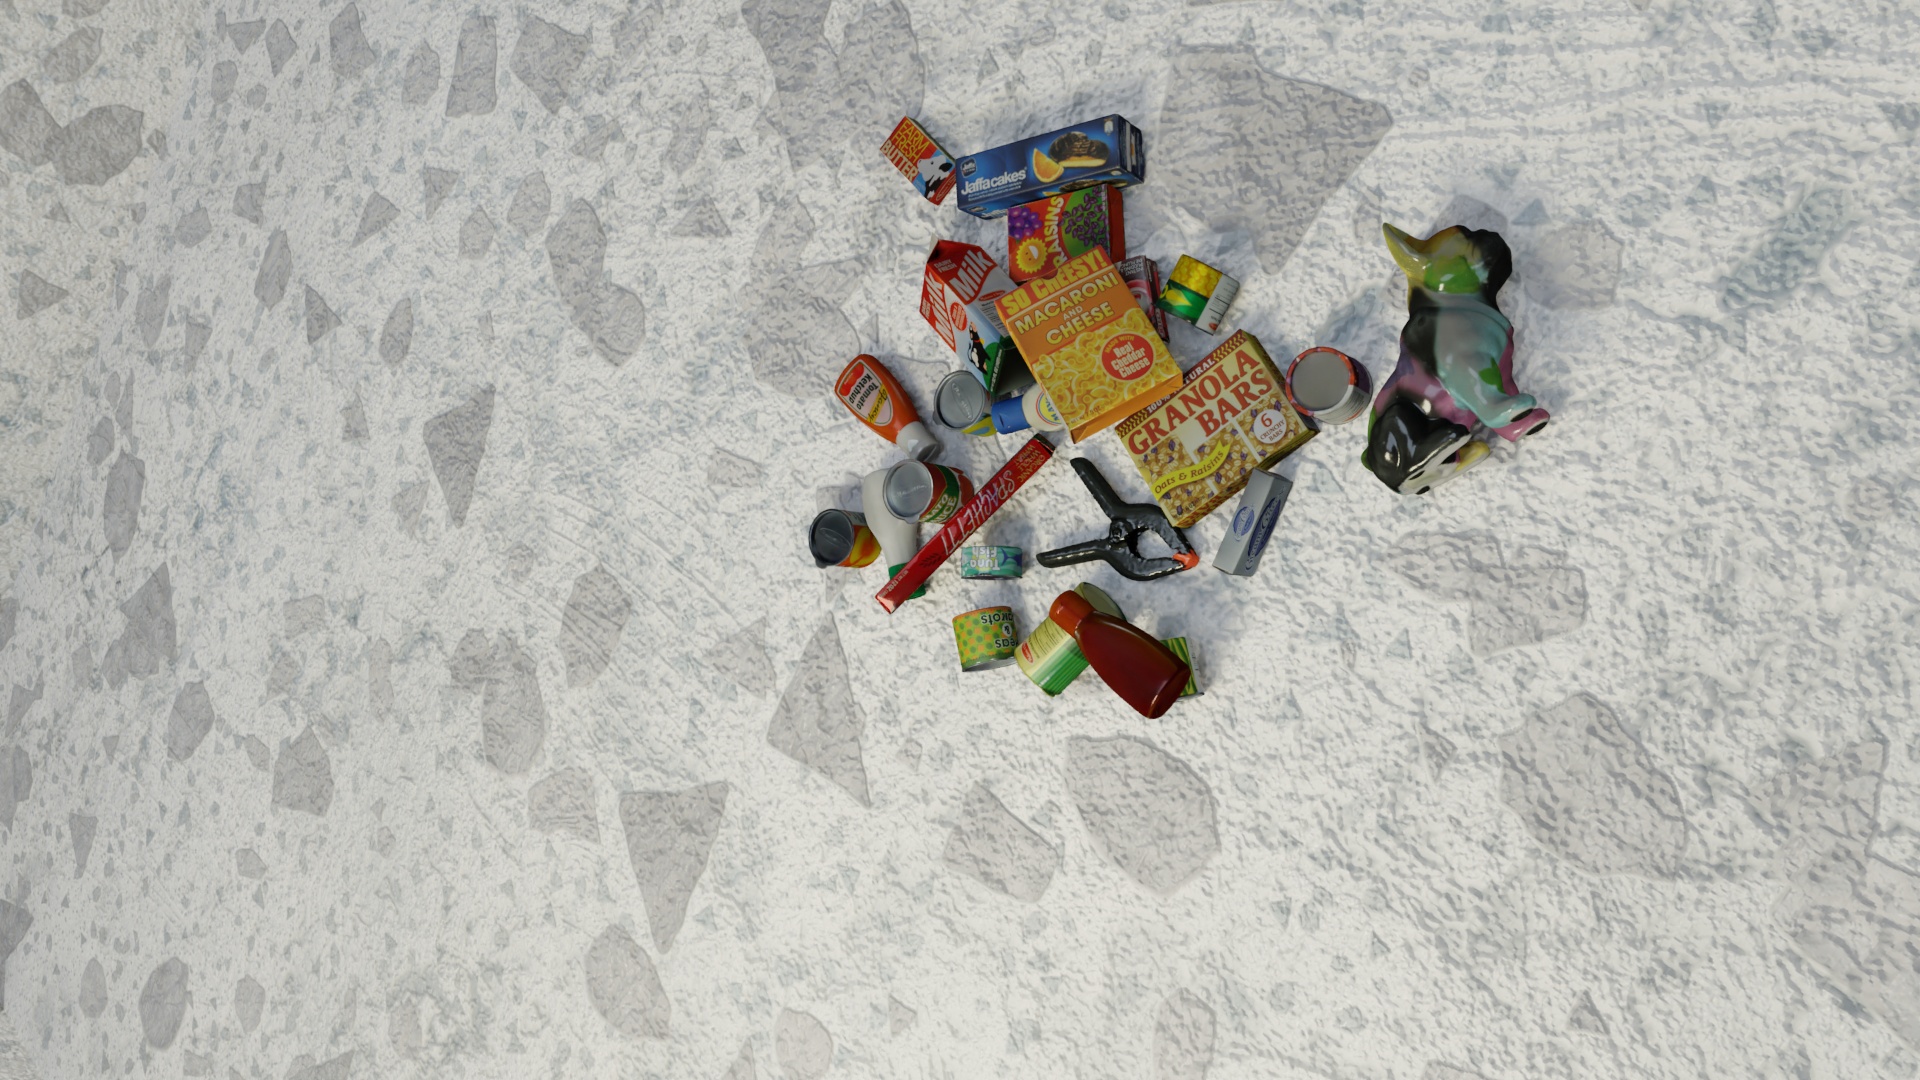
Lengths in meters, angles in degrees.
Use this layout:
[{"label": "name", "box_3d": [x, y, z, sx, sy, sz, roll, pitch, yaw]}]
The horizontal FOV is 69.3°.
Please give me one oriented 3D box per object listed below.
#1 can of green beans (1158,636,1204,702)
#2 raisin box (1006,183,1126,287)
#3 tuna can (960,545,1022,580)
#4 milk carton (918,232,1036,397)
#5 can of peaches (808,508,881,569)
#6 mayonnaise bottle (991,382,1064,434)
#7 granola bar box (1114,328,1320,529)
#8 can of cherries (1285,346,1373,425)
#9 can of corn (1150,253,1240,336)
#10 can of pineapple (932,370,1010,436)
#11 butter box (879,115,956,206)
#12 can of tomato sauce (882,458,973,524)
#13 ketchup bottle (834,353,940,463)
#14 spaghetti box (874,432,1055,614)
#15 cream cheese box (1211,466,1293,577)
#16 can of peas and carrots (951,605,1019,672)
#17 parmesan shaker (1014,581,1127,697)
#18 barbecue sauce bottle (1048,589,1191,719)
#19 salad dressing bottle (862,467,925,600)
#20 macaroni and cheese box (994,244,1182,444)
[{"label": "can of green beans", "box_3d": [0.200, 0.129, 1.359, 0.071, 0.071, 0.058, -19, 76, 31]}, {"label": "raisin box", "box_3d": [0.111, -0.320, 1.472, 0.123, 0.040, 0.086, -6, 84, 33]}, {"label": "tuna can", "box_3d": [0.032, 0.024, 1.475, 0.071, 0.071, 0.033, -4, 83, 33]}, {"label": "milk carton", "box_3d": [0.017, -0.248, 1.490, 0.191, 0.074, 0.072, 52, 150, 28]}, {"label": "can of peaches", "box_3d": [-0.132, 0.000, 1.593, 0.071, 0.058, 0.071, -2, 85, 33]}, {"label": "mayonnaise bottle", "box_3d": [0.105, -0.144, 1.448, 0.148, 0.041, 0.064, -14, 105, 27]}, {"label": "granola bar box", "box_3d": [0.248, -0.108, 1.364, 0.165, 0.039, 0.124, -38, 66, 24]}, {"label": "can of cherries", "box_3d": [0.341, -0.146, 1.294, 0.071, 0.058, 0.071, -3, 85, 33]}, {"label": "can of corn", "box_3d": [0.232, -0.243, 1.370, 0.071, 0.071, 0.058, 34, 104, 30]}, {"label": "can of pineapple", "box_3d": [0.012, -0.148, 1.511, 0.071, 0.058, 0.071, -3, 84, 33]}, {"label": "butter box", "box_3d": [-0.044, -0.436, 1.593, 0.053, 0.024, 0.104, -50, 63, 19]}, {"label": "can of tomato sauce", "box_3d": [-0.034, -0.050, 1.517, 0.071, 0.083, 0.071, -3, 85, 33]}, {"label": "ketchup bottle", "box_3d": [-0.080, -0.145, 1.580, 0.149, 0.043, 0.064, 48, 111, 26]}, {"label": "spaghetti box", "box_3d": [0.005, -0.019, 1.485, 0.028, 0.050, 0.249, 45, 102, -2]}, {"label": "cream cheese box", "box_3d": [0.280, -0.016, 1.327, 0.024, 0.053, 0.103, 28, 101, 34]}, {"label": "can of peas and carrots", "box_3d": [0.030, 0.104, 1.473, 0.071, 0.071, 0.059, -19, 75, 31]}, {"label": "parmesan shaker", "box_3d": [0.114, 0.102, 1.417, 0.102, 0.071, 0.071, -47, 64, 21]}, {"label": "barbecue sauce bottle", "box_3d": [0.147, 0.103, 1.330, 0.149, 0.044, 0.064, 40, 107, 31]}, {"label": "salad dressing bottle", "box_3d": [-0.072, -0.006, 1.564, 0.064, 0.044, 0.148, -18, 78, 30]}, {"label": "macaroni and cheese box", "box_3d": [0.126, -0.196, 1.375, 0.124, 0.040, 0.167, -28, 69, -1]}]
